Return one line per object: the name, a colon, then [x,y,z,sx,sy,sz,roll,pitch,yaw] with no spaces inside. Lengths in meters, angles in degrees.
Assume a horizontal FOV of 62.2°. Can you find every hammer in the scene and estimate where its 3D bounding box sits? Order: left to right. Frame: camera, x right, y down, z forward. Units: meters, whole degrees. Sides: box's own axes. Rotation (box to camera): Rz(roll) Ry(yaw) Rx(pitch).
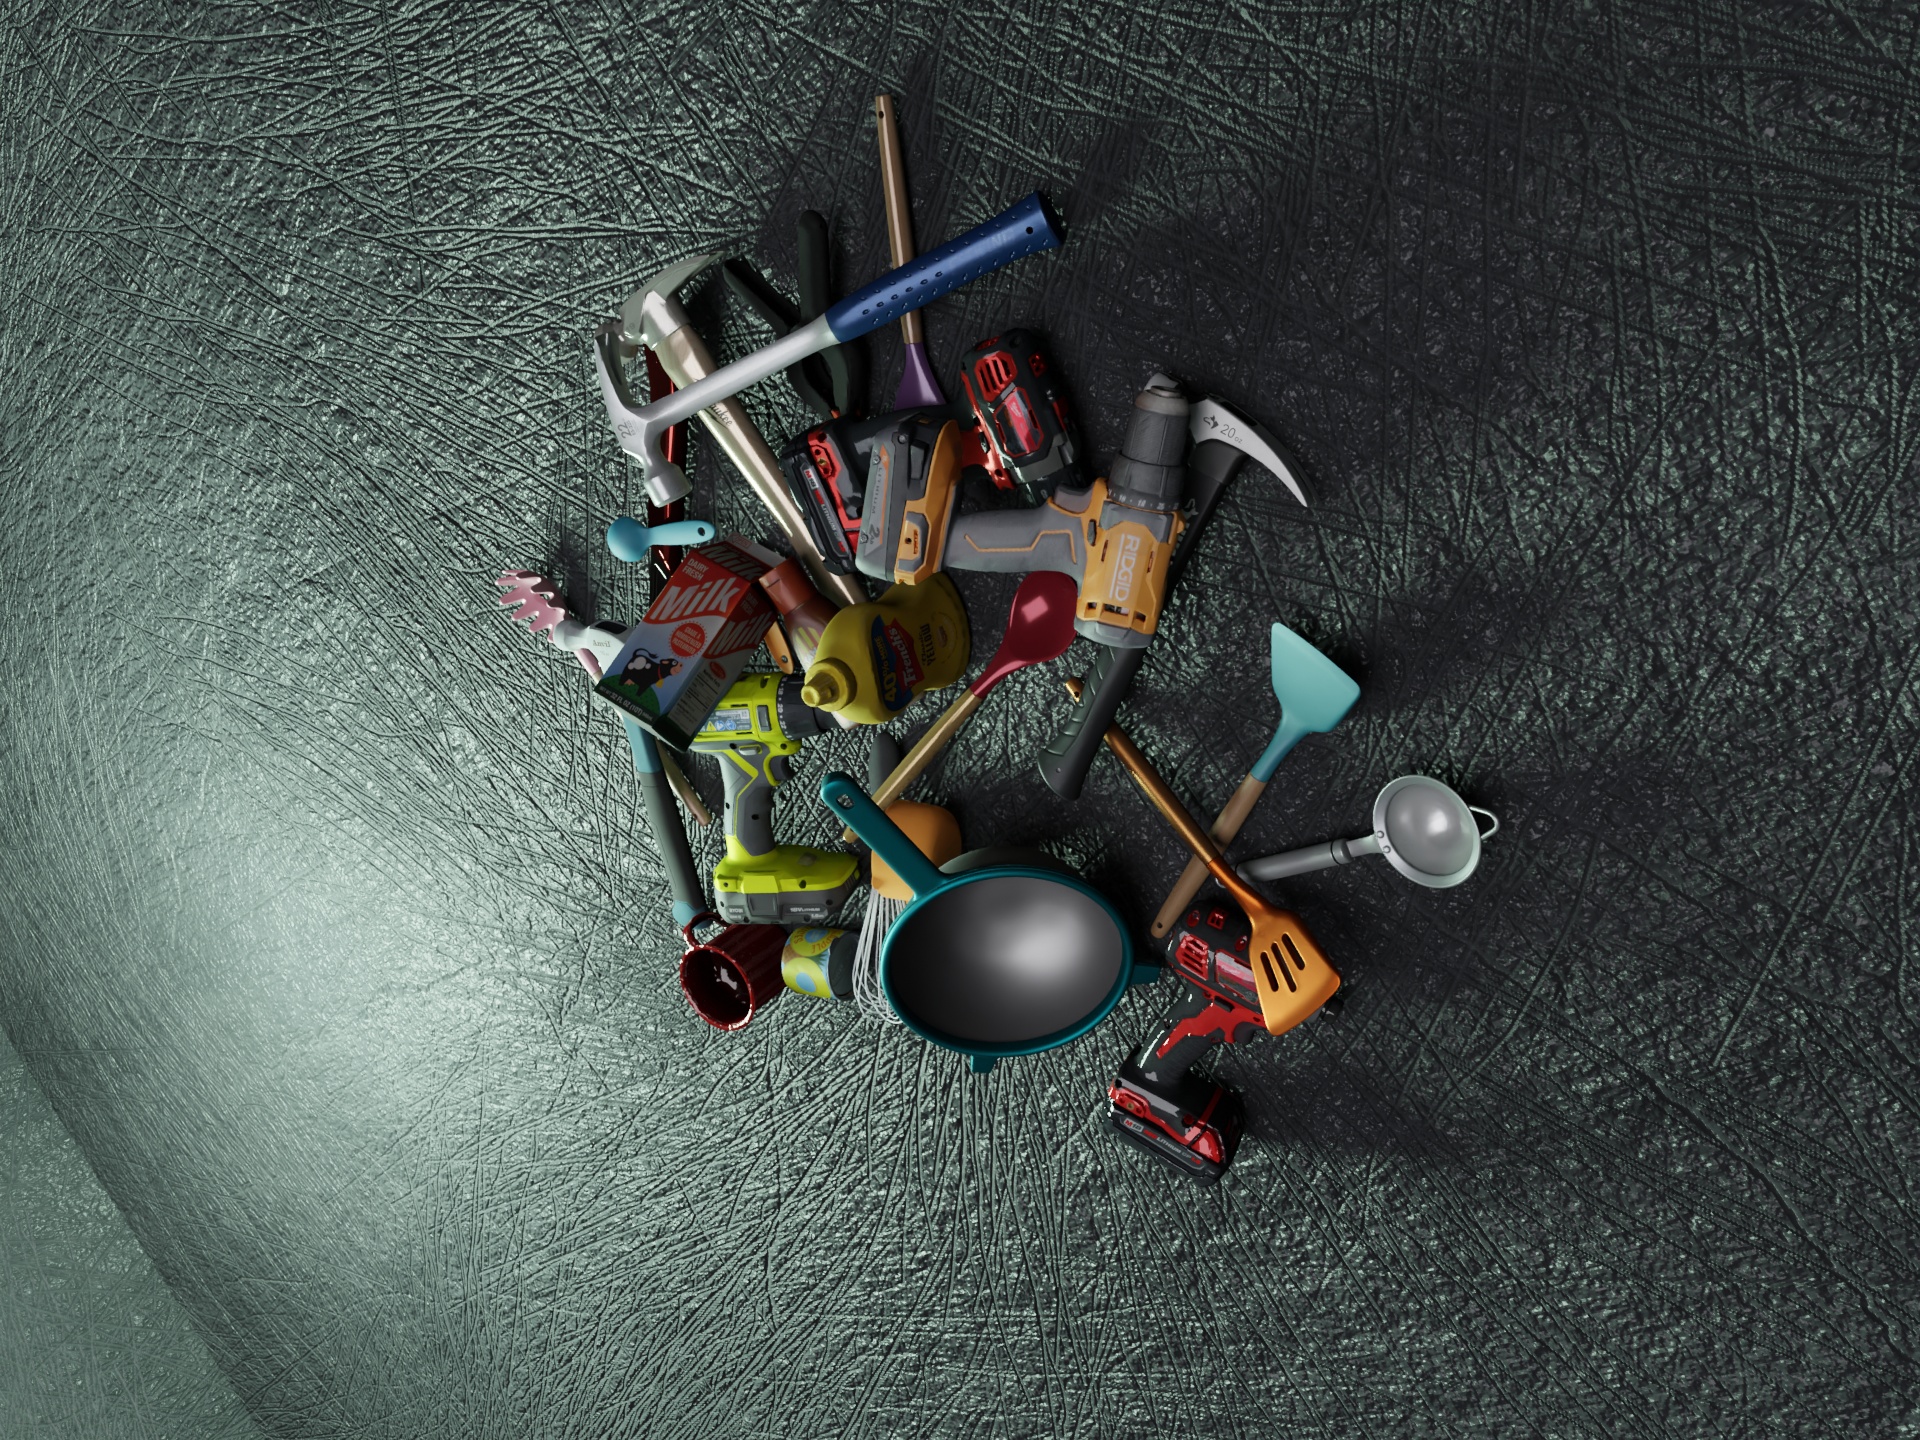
hammer: [-0.297,0.058,1.540,0.128,0.033,0.330,6,120,33]
hammer: [-0.260,-0.179,1.442,0.149,0.037,0.358,22,121,24]
hammer: [-0.143,-0.190,1.335,0.146,0.038,0.410,-28,100,34]
hammer: [-0.110,-0.305,1.232,0.405,0.035,0.144,-21,105,24]
hammer: [0.143,-0.080,1.201,0.146,0.035,0.334,33,117,18]

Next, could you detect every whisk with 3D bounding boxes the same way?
whisk: [-0.066,0.146,1.444,0.070,0.070,0.284,11,111,29]

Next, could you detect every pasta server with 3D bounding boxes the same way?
pasta server: [-0.347,-0.022,1.564,0.316,0.040,0.060,54,138,1]

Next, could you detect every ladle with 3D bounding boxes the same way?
ladle: [-0.002,-0.004,1.314,0.315,0.031,0.069,-48,63,24]

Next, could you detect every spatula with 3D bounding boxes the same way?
spatula: [-0.041,-0.323,1.249,0.060,0.018,0.315,7,114,32]
spatula: [0.177,0.091,1.234,0.323,0.041,0.081,53,127,18]
spatula: [0.212,0.063,1.230,0.082,0.044,0.317,43,129,23]

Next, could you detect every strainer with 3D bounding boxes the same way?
strainer: [-0.001,0.137,1.312,0.211,0.095,0.340,-32,119,18]
strainer: [0.294,0.094,1.193,0.258,0.050,0.087,-20,92,43]

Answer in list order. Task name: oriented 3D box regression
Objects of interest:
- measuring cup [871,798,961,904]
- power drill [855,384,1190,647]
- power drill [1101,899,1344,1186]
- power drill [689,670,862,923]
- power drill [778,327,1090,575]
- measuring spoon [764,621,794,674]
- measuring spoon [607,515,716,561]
measuring cup: [-0.026,0.148,1.410,0.052,0.095,0.173,5,131,26]
power drill: [0.051,-0.164,1.144,0.226,0.084,0.185,14,112,9]
power drill: [0.211,0.263,1.295,0.143,0.078,0.219,27,119,14]
power drill: [-0.160,0.065,1.446,0.190,0.080,0.228,-3,108,16]
power drill: [-0.007,-0.183,1.241,0.227,0.080,0.187,-17,107,26]
measuring spoon: [-0.175,-0.096,1.440,0.021,0.011,0.117,-14,105,34]
measuring spoon: [-0.271,-0.163,1.418,0.129,0.021,0.042,-1,110,35]
